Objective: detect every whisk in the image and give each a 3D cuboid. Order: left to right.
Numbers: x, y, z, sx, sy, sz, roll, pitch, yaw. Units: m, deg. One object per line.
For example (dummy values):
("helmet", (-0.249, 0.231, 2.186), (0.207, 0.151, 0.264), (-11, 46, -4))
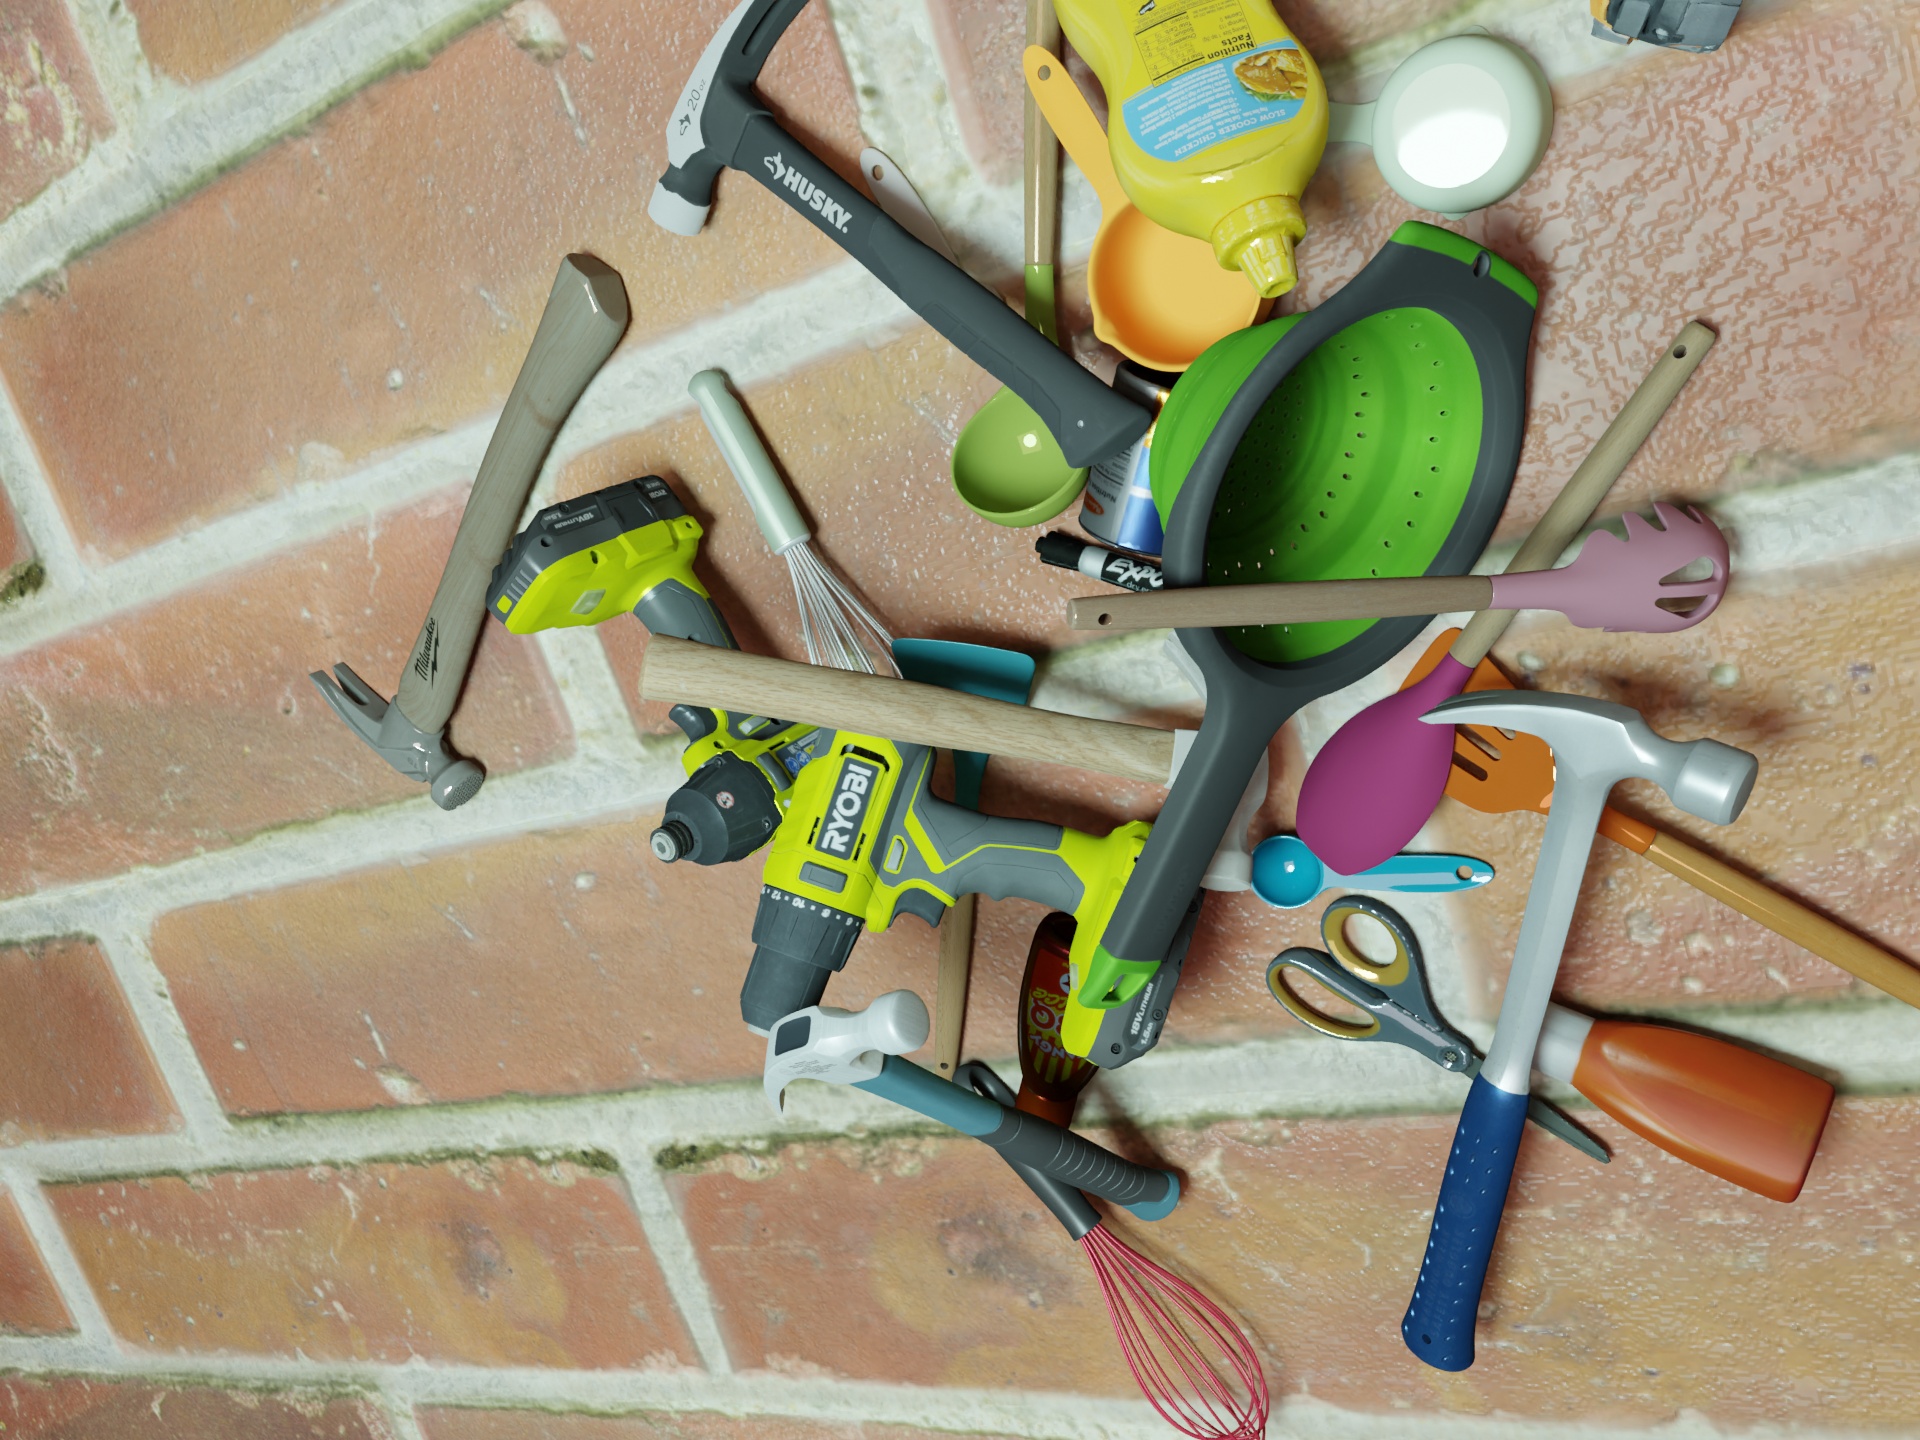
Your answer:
("whisk", (-0.096, -0.096, 0.936), (0.059, 0.058, 0.246), (-29, 90, -1))
("whisk", (0.092, 0.335, 0.997), (0.296, 0.073, 0.073), (50, 123, 9))

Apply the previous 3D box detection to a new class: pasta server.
("pasta server", (0.198, -0.056, 0.687), (0.316, 0.040, 0.060), (-4, 112, -11))

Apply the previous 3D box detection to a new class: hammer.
("hammer", (-0.321, -0.127, 1.048), (0.146, 0.038, 0.410), (39, 122, 11))
("hammer", (-0.030, -0.241, 0.809), (0.335, 0.035, 0.146), (44, 122, 22))
("hammer", (-0.001, -0.003, 0.834), (0.331, 0.031, 0.130), (10, 73, -3))
("hammer", (0.022, 0.224, 0.881), (0.128, 0.033, 0.330), (-19, 141, 34))
("hammer", (0.272, 0.170, 0.804), (0.144, 0.035, 0.405), (25, 125, 36))

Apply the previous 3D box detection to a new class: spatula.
("spatula", (-0.004, 0.093, 0.961), (0.082, 0.044, 0.317), (8, 115, 9))
("spatula", (0.357, 0.067, 0.774), (0.323, 0.041, 0.081), (30, 117, 10))

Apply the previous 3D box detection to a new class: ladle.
("ladle", (0.034, -0.256, 0.798), (0.078, 0.062, 0.320), (11, 111, 28))

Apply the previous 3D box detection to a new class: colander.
("colander", (0.125, -0.047, 0.762), (0.095, 0.204, 0.397), (41, 115, 45))

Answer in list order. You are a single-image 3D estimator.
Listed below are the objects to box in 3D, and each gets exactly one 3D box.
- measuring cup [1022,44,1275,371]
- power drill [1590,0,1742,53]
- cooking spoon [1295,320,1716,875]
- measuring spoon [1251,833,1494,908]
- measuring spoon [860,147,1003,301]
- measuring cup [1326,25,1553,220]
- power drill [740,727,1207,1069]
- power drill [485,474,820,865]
("measuring cup", (0.089, -0.253, 0.773), (0.095, 0.052, 0.173), (-32, 90, 33))
("power drill", (0.195, -0.328, 0.610), (0.226, 0.185, 0.084), (24, 117, 14))
("cooking spoon", (0.258, -0.050, 0.772), (0.069, 0.017, 0.318), (47, 122, 30))
("measuring spoon", (0.220, 0.080, 0.858), (0.128, 0.021, 0.042), (-1, 103, 19))
("measuring spoon", (-0.020, -0.253, 0.849), (0.034, 0.018, 0.124), (-34, 90, 34))
("measuring cup", (0.180, -0.271, 0.723), (0.168, 0.038, 0.083), (10, 114, 22))
("power drill", (0.003, 0.106, 0.868), (0.228, 0.080, 0.190), (19, 82, -2))
("power drill", (-0.166, -0.025, 0.927), (0.223, 0.171, 0.080), (51, 129, 6))
